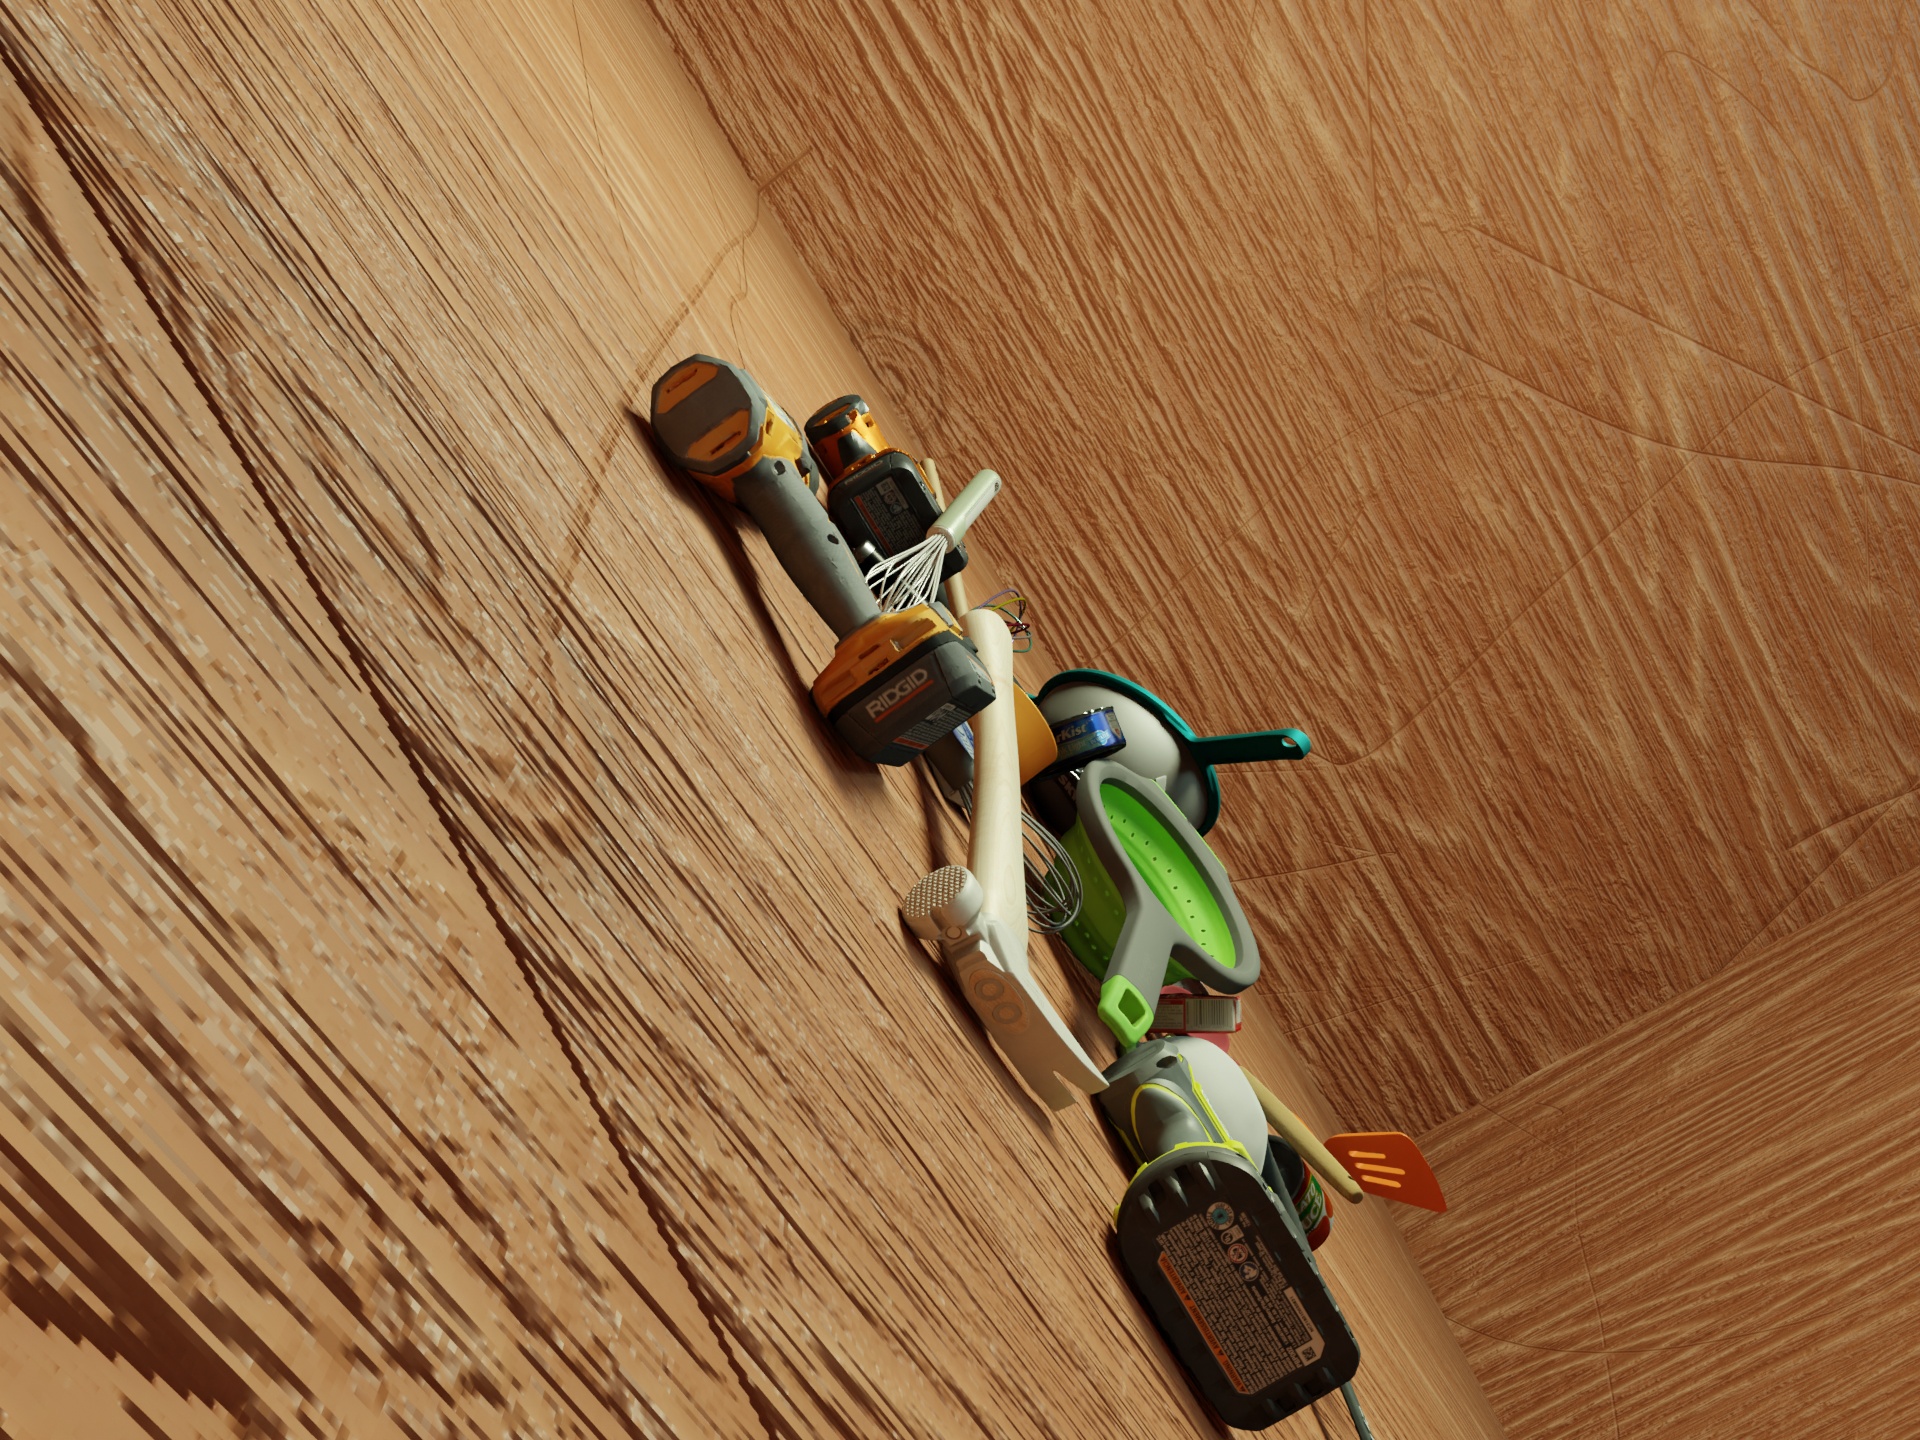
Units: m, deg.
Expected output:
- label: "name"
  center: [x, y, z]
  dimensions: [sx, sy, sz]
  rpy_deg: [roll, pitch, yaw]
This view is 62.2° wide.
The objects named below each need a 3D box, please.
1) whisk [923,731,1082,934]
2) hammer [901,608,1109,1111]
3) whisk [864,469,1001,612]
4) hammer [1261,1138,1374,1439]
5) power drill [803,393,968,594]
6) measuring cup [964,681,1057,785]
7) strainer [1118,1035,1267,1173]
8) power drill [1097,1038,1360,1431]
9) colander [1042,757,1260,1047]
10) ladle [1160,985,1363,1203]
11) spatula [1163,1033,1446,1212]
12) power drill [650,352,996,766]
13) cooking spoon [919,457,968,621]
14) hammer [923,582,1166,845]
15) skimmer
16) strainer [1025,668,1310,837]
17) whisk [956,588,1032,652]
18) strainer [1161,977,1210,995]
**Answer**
- label: "whisk"
  center: [0.001, 0.039, 1.023]
  dimensions: [0.239, 0.055, 0.055]
  rpy_deg: [53, 7, -5]
- label: "hammer"
  center: [0.025, 0.047, 0.934]
  dimensions: [0.146, 0.038, 0.411]
  rpy_deg: [56, 15, -24]
- label: "whisk"
  center: [-0.018, -0.137, 1.235]
  dimensions: [0.246, 0.059, 0.057]
  rpy_deg: [-56, 162, -50]
- label: "hammer"
  center: [0.255, 0.431, 1.068]
  dimensions: [0.149, 0.036, 0.409]
  rpy_deg: [56, 11, -36]
- label: "power drill"
  center: [-0.062, -0.184, 1.391]
  dimensions: [0.164, 0.084, 0.227]
  rpy_deg: [58, 3, -27]
- label: "measuring cup"
  center: [-0.002, -0.004, 1.200]
  dimensions: [0.174, 0.052, 0.095]
  rpy_deg: [30, -28, 46]
- label: "strainer"
  center: [0.183, 0.274, 1.187]
  dimensions: [0.151, 0.069, 0.256]
  rpy_deg: [58, 8, -4]
- label: "power drill"
  center: [0.141, 0.276, 0.859]
  dimensions: [0.171, 0.080, 0.223]
  rpy_deg: [59, 4, 1]
- label: "colander"
  center: [0.111, 0.155, 1.132]
  dimensions: [0.204, 0.094, 0.397]
  rpy_deg: [51, 19, -2]
- label: "ladle"
  center: [0.227, 0.285, 1.230]
  dimensions: [0.069, 0.031, 0.316]
  rpy_deg: [24, 7, -21]
- label: "spatula"
  center: [0.256, 0.306, 1.270]
  dimensions: [0.081, 0.041, 0.323]
  rpy_deg: [59, -15, -22]
- label: "power drill"
  center: [-0.073, -0.086, 0.885]
  dimensions: [0.226, 0.084, 0.185]
  rpy_deg: [55, 5, 8]
- label: "cooking spoon"
  center: [-0.002, -0.102, 1.437]
  dimensions: [0.068, 0.017, 0.319]
  rpy_deg: [64, 13, -66]
- label: "hammer"
  center: [0.061, -0.007, 1.448]
  dimensions: [0.035, 0.146, 0.335]
  rpy_deg: [-18, 63, -39]
- label: "skimmer"
  center: [0.016, 0.012, 1.309]
  dimensions: [0.363, 0.090, 0.127]
  rpy_deg: [47, 16, -11]
- label: "strainer"
  center: [0.170, 0.055, 1.452]
  dimensions: [0.340, 0.095, 0.211]
  rpy_deg: [-9, -60, 55]
- label: "whisk"
  center: [-0.003, -0.061, 1.202]
  dimensions: [0.051, 0.047, 0.245]
  rpy_deg: [65, 27, 3]
- label: "strainer"
  center: [0.207, 0.284, 1.453]
  dimensions: [0.087, 0.050, 0.258]
  rpy_deg: [18, -30, 40]
